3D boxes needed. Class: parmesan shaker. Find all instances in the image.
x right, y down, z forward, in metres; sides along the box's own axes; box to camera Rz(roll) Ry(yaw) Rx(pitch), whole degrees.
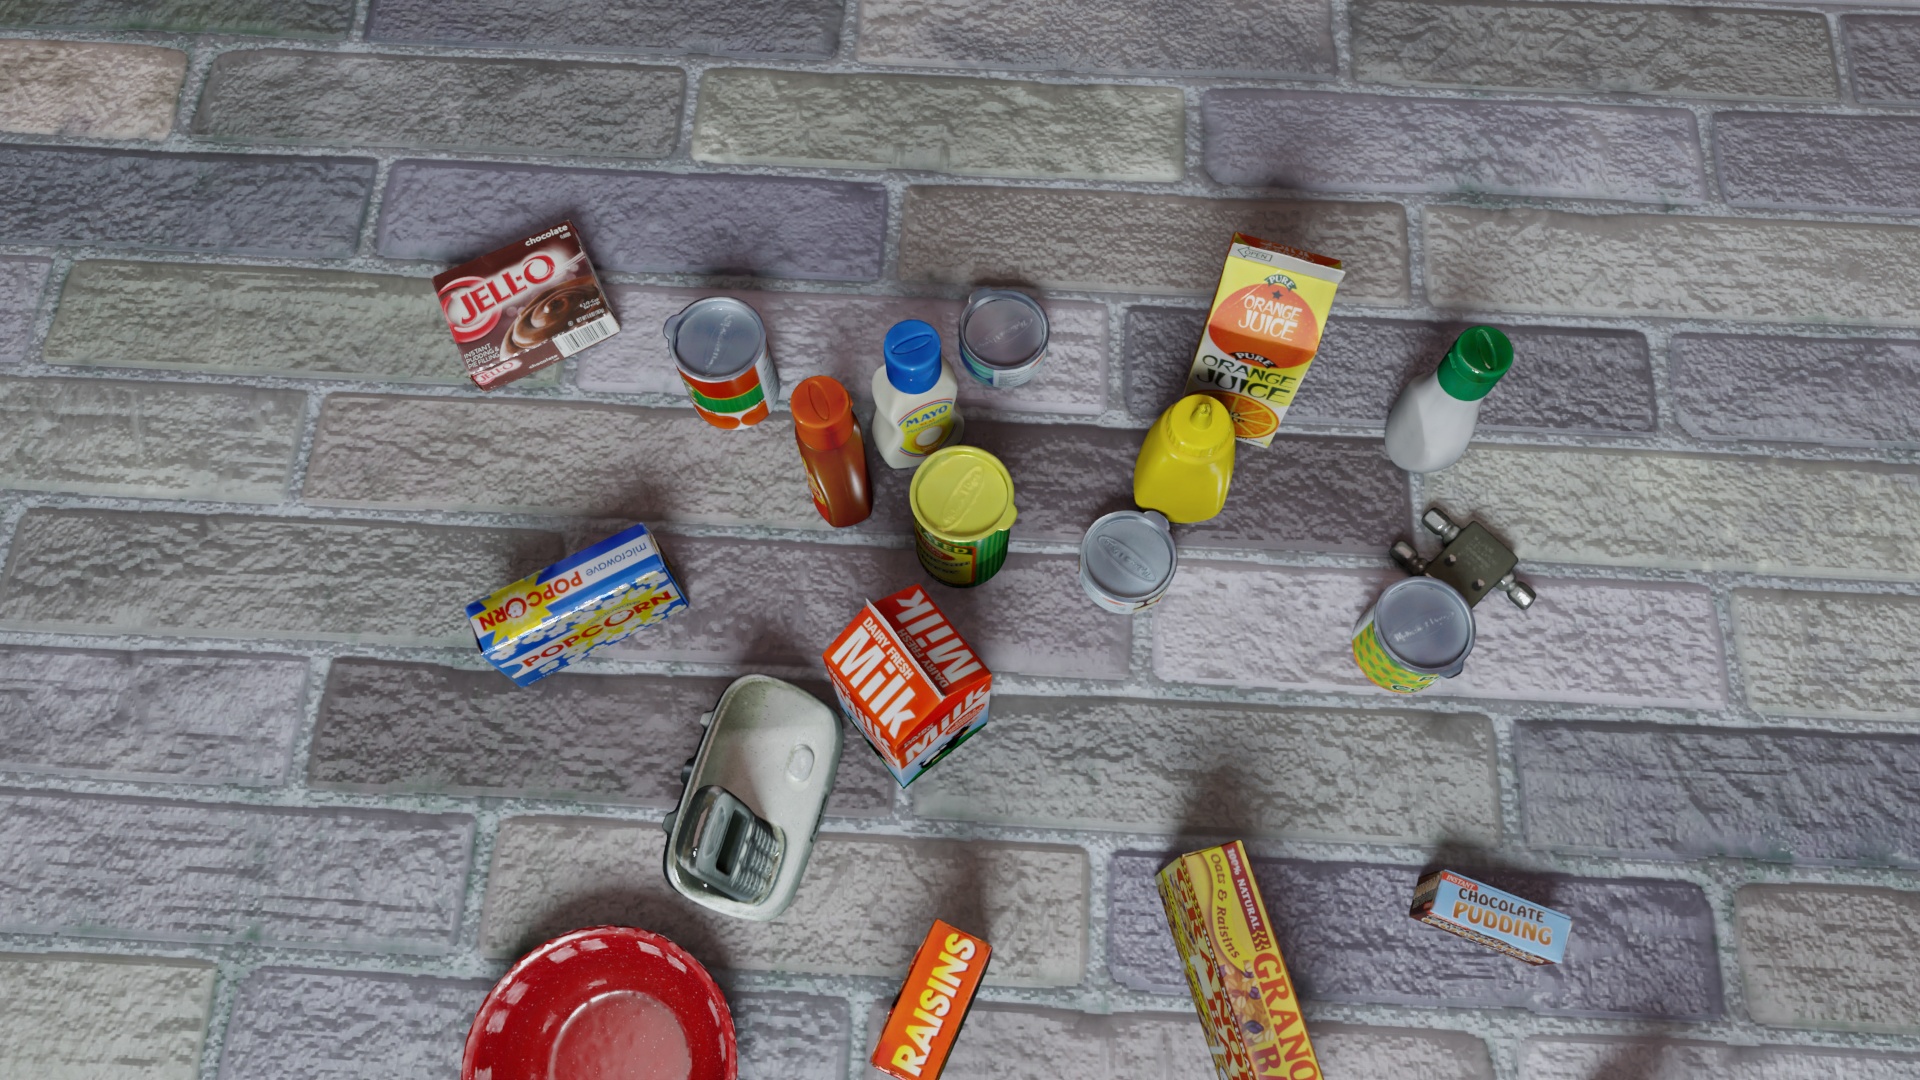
[{"bbox_3d":[0.003,-0.012,0.927,0.071,0.102,0.071,0,70,0],"label":"parmesan shaker"}]

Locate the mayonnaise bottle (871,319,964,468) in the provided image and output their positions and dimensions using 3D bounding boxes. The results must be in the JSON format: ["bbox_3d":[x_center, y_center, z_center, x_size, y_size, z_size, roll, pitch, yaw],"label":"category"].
[{"bbox_3d":[-0.030,-0.098,0.935,0.065,0.147,0.041,-23,72,-8],"label":"mayonnaise bottle"}]

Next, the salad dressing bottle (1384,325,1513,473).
[{"bbox_3d":[0.327,-0.093,0.933,0.044,0.147,0.064,-8,70,-2],"label":"salad dressing bottle"}]

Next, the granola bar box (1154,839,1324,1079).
[{"bbox_3d":[0.165,0.267,0.813,0.039,0.123,0.166,-15,71,-5],"label":"granola bar box"}]

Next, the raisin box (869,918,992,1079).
[{"bbox_3d":[-0.015,0.272,0.812,0.040,0.123,0.086,24,72,8],"label":"raisin box"}]

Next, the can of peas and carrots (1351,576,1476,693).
[{"bbox_3d":[0.301,0.066,0.922,0.071,0.058,0.071,0,70,0],"label":"can of peas and carrots"}]

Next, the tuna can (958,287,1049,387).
[{"bbox_3d":[0.030,-0.149,1.015,0.071,0.032,0.071,0,70,0],"label":"tuna can"}]

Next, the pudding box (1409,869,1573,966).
[{"bbox_3d":[0.329,0.235,0.865,0.084,0.049,0.030,21,72,7],"label":"pudding box"}]

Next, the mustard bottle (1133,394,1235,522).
[{"bbox_3d":[0.152,-0.058,0.914,0.065,0.159,0.049,7,71,3],"label":"mustard bottle"}]

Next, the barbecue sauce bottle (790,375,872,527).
[{"bbox_3d":[-0.086,-0.061,0.921,0.044,0.148,0.065,-19,71,-6],"label":"barbecue sauce bottle"}]

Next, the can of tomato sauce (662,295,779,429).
[{"bbox_3d":[-0.167,-0.123,0.979,0.071,0.083,0.071,0,70,0],"label":"can of tomato sauce"}]

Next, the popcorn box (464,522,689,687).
[{"bbox_3d":[-0.250,0.044,0.917,0.127,0.085,0.038,-26,72,-9],"label":"popcorn box"}]

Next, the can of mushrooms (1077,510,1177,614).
[{"bbox_3d":[0.116,0.014,0.955,0.071,0.033,0.071,0,70,0],"label":"can of mushrooms"}]

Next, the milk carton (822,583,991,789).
[{"bbox_3d":[-0.031,0.088,0.844,0.073,0.190,0.072,-37,74,-12],"label":"milk carton"}]

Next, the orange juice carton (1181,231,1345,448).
[{"bbox_3d":[0.199,-0.139,0.926,0.072,0.192,0.073,17,71,6],"label":"orange juice carton"}]
